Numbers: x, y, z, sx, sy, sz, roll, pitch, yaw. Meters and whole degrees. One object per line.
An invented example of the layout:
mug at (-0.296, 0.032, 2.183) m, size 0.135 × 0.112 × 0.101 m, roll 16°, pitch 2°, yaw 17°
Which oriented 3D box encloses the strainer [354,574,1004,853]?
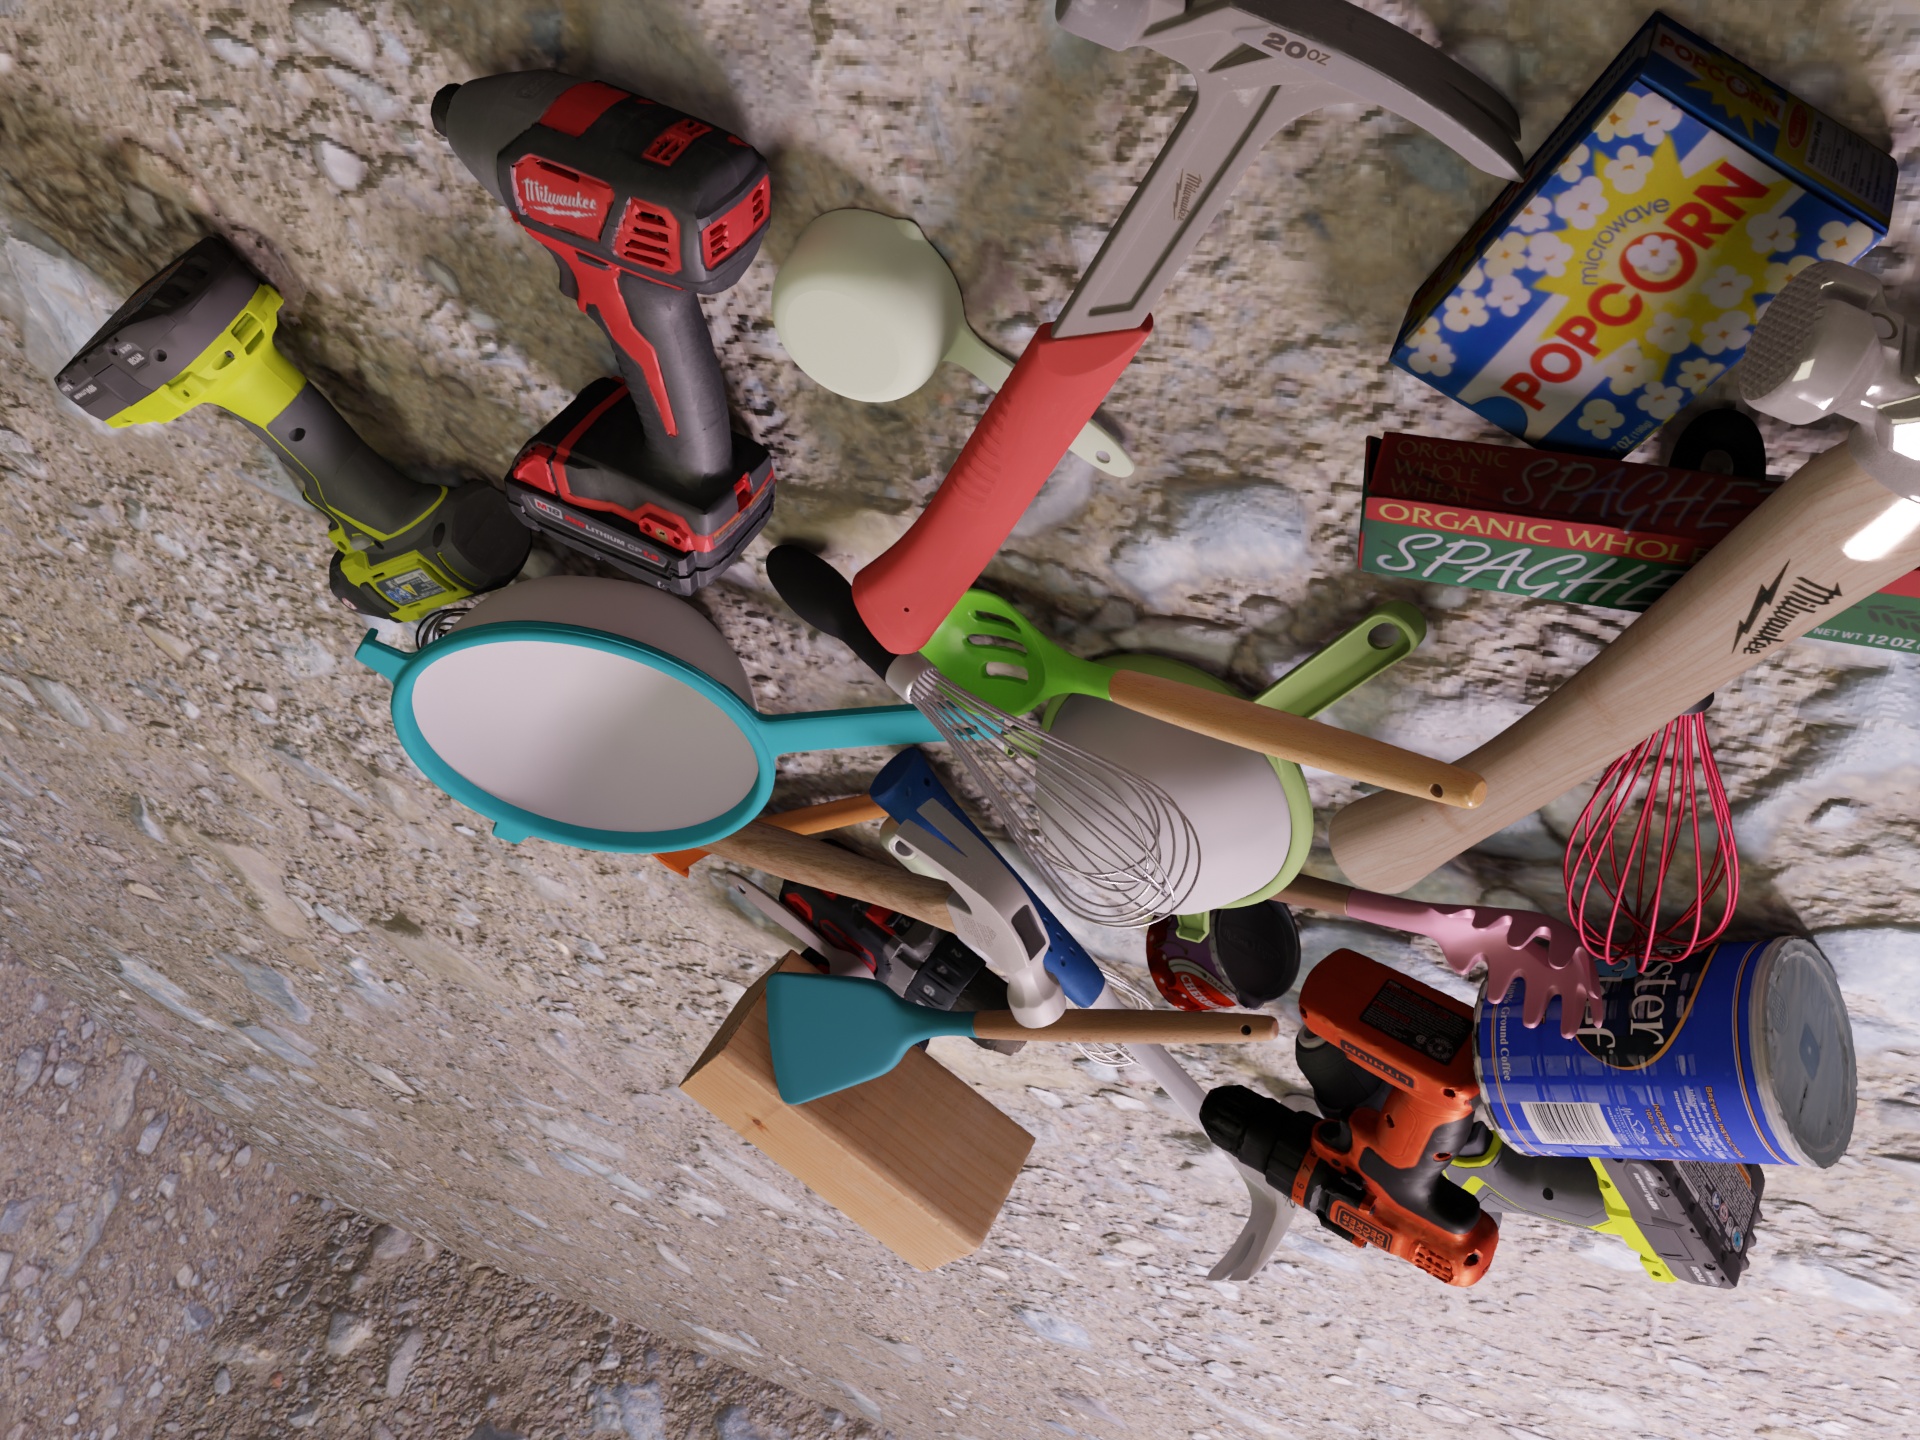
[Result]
strainer at (-0.141, -0.021, 0.889) m, size 0.340 × 0.095 × 0.210 m, roll -4°, pitch 143°, yaw 11°

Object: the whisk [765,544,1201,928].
whisk at (-0.002, -0.002, 0.752) m, size 0.285 × 0.070 × 0.070 m, roll 41°, pitch 155°, yaw 27°

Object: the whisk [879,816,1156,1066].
whisk at (0.040, 0.142, 1.014) m, size 0.058 × 0.059 × 0.246 m, roll -42°, pitch 107°, yaw 17°

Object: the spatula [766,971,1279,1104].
spatula at (0.027, 0.179, 0.912) m, size 0.317 × 0.082 × 0.044 m, roll -7°, pitch 179°, yaw 32°

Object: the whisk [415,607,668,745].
whisk at (-0.226, -0.008, 0.992) m, size 0.239 × 0.055 × 0.055 m, roll 25°, pitch 148°, yaw -4°

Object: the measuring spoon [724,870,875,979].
measuring spoon at (-0.107, 0.138, 1.017) m, size 0.124 × 0.018 × 0.034 m, roll 36°, pitch 143°, yaw 12°

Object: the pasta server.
pasta server at (0.173, 0.093, 0.817) m, size 0.316 × 0.040 × 0.060 m, roll 11°, pitch 140°, yaw 37°

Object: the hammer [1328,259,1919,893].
hammer at (0.240, -0.002, 0.563) m, size 0.146 × 0.038 × 0.410 m, roll 22°, pitch 157°, yaw -1°

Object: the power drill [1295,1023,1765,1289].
power drill at (0.317, 0.244, 0.921) m, size 0.228 × 0.080 × 0.190 m, roll -12°, pitch 122°, yaw 49°

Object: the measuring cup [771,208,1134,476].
measuring cup at (-0.003, -0.139, 0.649) m, size 0.167 × 0.038 × 0.083 m, roll 34°, pitch 147°, yaw -6°

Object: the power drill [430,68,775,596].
power drill at (-0.150, -0.168, 0.682) m, size 0.143 × 0.079 × 0.219 m, roll 25°, pitch 145°, yaw 14°

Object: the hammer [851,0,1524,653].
hammer at (0.044, -0.122, 0.605) m, size 0.149 × 0.037 × 0.359 m, roll 18°, pitch 148°, yaw -13°

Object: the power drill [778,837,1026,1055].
power drill at (-0.048, 0.192, 1.093) m, size 0.188 × 0.080 × 0.226 m, roll 36°, pitch 146°, yaw 10°

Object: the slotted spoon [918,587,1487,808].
slotted spoon at (0.090, -0.008, 0.701) m, size 0.314 × 0.031 × 0.070 m, roll 19°, pitch 127°, yaw 46°

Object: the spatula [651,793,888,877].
spatula at (-0.136, 0.067, 1.056) m, size 0.322 × 0.041 × 0.081 m, roll -14°, pitch 130°, yaw 41°

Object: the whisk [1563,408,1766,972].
whisk at (0.282, 0.004, 0.630) m, size 0.073 × 0.073 × 0.295 m, roll 11°, pitch 138°, yaw 25°

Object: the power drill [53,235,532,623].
power drill at (-0.367, -0.143, 0.880) m, size 0.171 × 0.080 × 0.223 m, roll -9°, pitch 136°, yaw 42°

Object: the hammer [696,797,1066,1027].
hammer at (-0.084, 0.085, 0.948) m, size 0.331 × 0.031 × 0.130 m, roll 12°, pitch 134°, yaw 41°

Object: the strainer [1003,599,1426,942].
strainer at (0.115, 0.024, 0.739) m, size 0.151 × 0.069 × 0.256 m, roll 47°, pitch 141°, yaw 0°

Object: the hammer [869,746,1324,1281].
hammer at (0.086, 0.177, 0.969) m, size 0.035 × 0.144 × 0.405 m, roll -22°, pitch 117°, yaw 45°
